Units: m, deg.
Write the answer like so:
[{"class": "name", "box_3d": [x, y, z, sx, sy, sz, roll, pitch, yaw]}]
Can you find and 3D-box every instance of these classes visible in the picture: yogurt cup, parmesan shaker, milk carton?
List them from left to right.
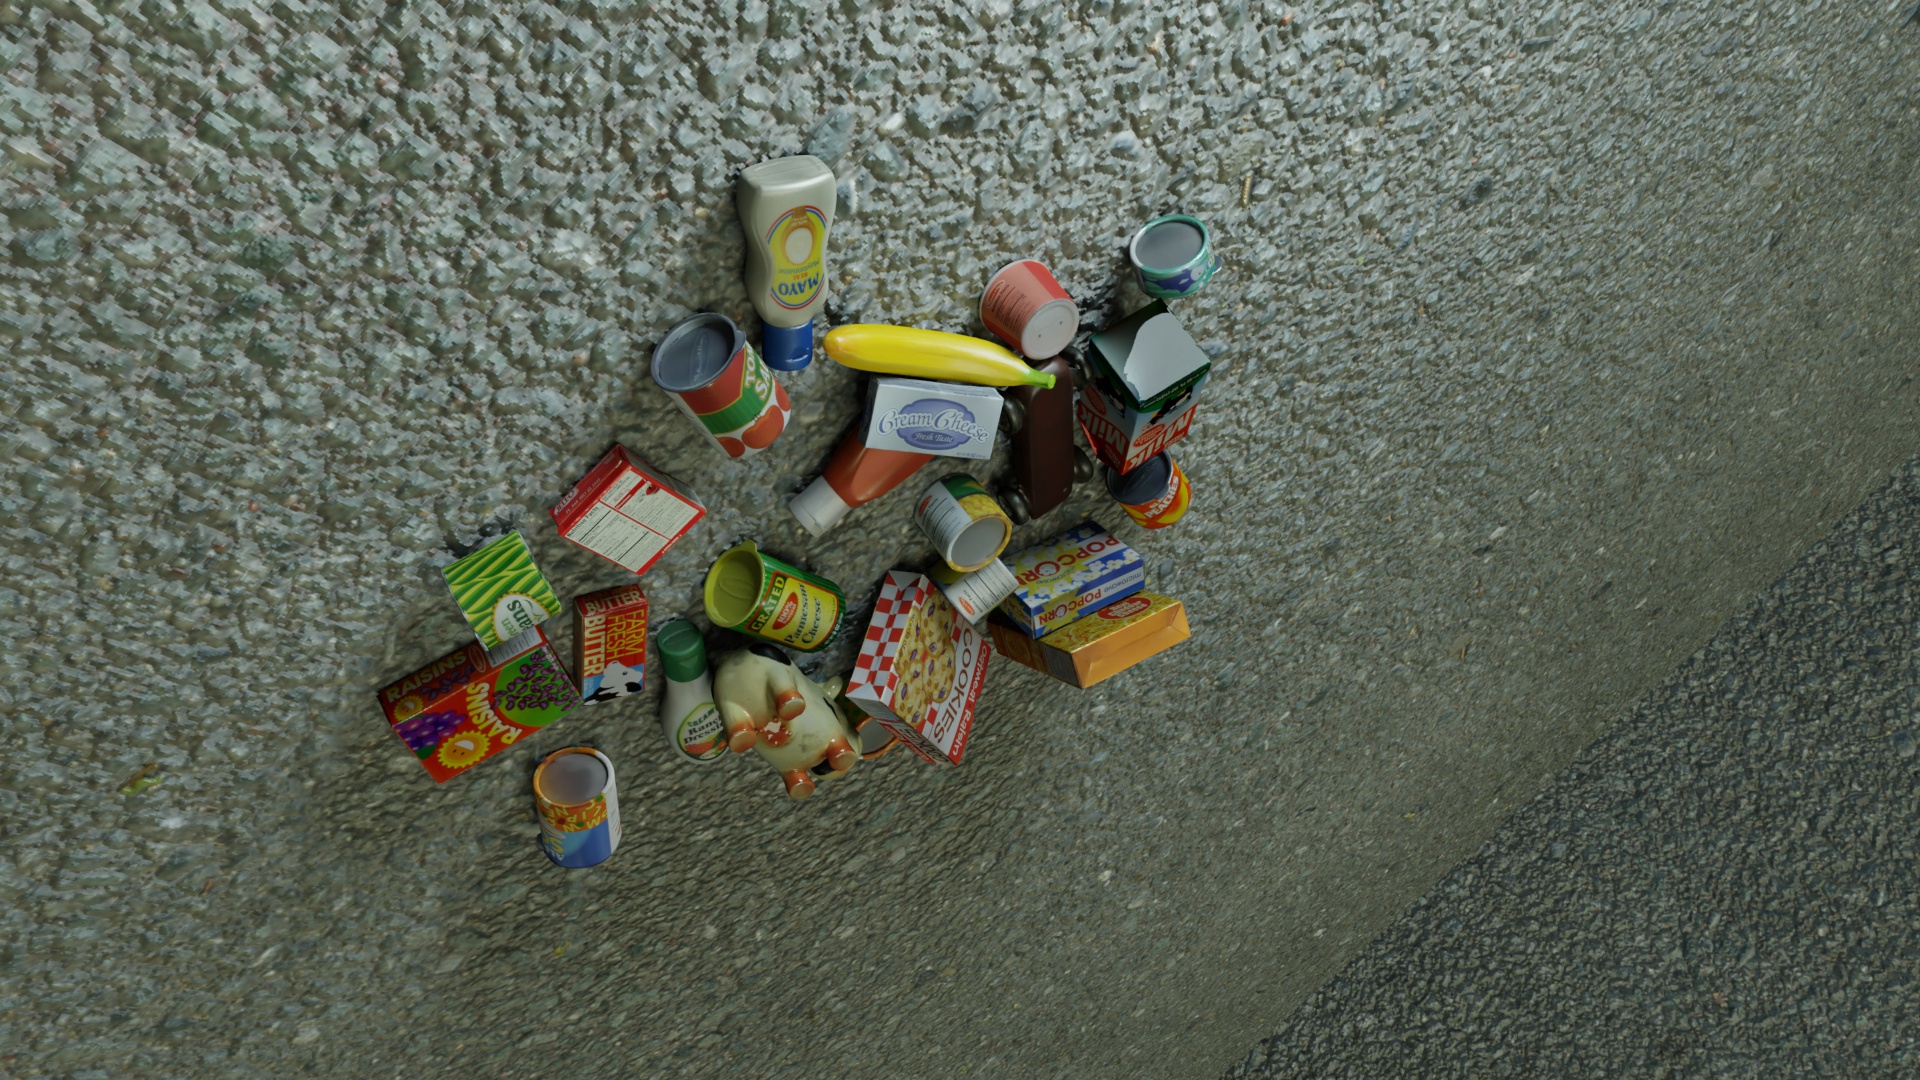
[{"class": "parmesan shaker", "box_3d": [-0.148, 0.047, 1.131, 0.071, 0.071, 0.103, -49, 142, 12]}, {"class": "yogurt cup", "box_3d": [0.056, -0.178, 1.084, 0.072, 0.054, 0.072, -23, 139, -21]}, {"class": "milk carton", "box_3d": [0.151, -0.119, 1.181, 0.072, 0.073, 0.190, -32, 164, -9]}]

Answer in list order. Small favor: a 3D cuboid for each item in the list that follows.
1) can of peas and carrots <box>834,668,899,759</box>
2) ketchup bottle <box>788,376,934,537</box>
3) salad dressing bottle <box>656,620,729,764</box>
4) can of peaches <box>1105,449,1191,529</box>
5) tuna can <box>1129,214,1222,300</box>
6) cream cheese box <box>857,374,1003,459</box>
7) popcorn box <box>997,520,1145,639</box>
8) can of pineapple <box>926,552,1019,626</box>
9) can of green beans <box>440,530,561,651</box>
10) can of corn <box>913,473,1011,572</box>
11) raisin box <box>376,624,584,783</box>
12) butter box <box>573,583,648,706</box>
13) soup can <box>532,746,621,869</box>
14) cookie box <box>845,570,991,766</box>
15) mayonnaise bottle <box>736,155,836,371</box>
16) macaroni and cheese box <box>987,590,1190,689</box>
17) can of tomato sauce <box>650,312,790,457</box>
[{"class": "can of peas and carrots", "box_3d": [-0.087, 0.161, 1.301, 0.071, 0.059, 0.070, -23, 140, -21]}, {"class": "ketchup bottle", "box_3d": [-0.070, -0.063, 1.102, 0.149, 0.044, 0.064, -41, 135, 2]}, {"class": "salad dressing bottle", "box_3d": [-0.225, 0.128, 1.165, 0.064, 0.044, 0.146, -25, 140, -21]}, {"class": "can of peaches", "box_3d": [0.178, -0.050, 1.302, 0.071, 0.071, 0.058, -42, 143, 4]}, {"class": "tuna can", "box_3d": [0.173, -0.229, 1.118, 0.071, 0.071, 0.032, -36, 142, -5]}, {"class": "cream cheese box", "box_3d": [-0.023, -0.094, 1.062, 0.104, 0.024, 0.053, 4, 113, -22]}, {"class": "popcorn box", "box_3d": [0.099, 0.035, 1.304, 0.127, 0.085, 0.038, -23, 127, -20]}, {"class": "can of pineapple", "box_3d": [0.011, 0.034, 1.252, 0.058, 0.071, 0.071, -40, 143, 0]}, {"class": "can of green beans", "box_3d": [-0.321, 0.035, 0.973, 0.058, 0.071, 0.071, -29, 141, -14]}, {"class": "can of corn", "box_3d": [0.004, -0.015, 1.201, 0.071, 0.058, 0.070, -23, 140, -21]}, {"class": "raisin box", "box_3d": [-0.360, 0.119, 1.048, 0.124, 0.040, 0.085, -30, 142, -15]}, {"class": "butter box", "box_3d": [-0.276, 0.083, 1.094, 0.053, 0.024, 0.103, -13, 135, -29]}, {"class": "soup can", "box_3d": [-0.323, 0.224, 1.163, 0.071, 0.071, 0.083, -18, 137, -25]}, {"class": "cookie box", "box_3d": [-0.032, 0.120, 1.266, 0.167, 0.040, 0.123, 50, 51, -52]}, {"class": "mayonnaise bottle", "box_3d": [-0.117, -0.184, 0.942, 0.065, 0.041, 0.147, -20, 138, -26]}, {"class": "macaroni and cheese box", "box_3d": [0.118, 0.082, 1.314, 0.124, 0.166, 0.040, -23, 106, -22]}, {"class": "can of tomato sauce", "box_3d": [-0.163, -0.107, 0.962, 0.071, 0.071, 0.082, -37, 143, -3]}]
